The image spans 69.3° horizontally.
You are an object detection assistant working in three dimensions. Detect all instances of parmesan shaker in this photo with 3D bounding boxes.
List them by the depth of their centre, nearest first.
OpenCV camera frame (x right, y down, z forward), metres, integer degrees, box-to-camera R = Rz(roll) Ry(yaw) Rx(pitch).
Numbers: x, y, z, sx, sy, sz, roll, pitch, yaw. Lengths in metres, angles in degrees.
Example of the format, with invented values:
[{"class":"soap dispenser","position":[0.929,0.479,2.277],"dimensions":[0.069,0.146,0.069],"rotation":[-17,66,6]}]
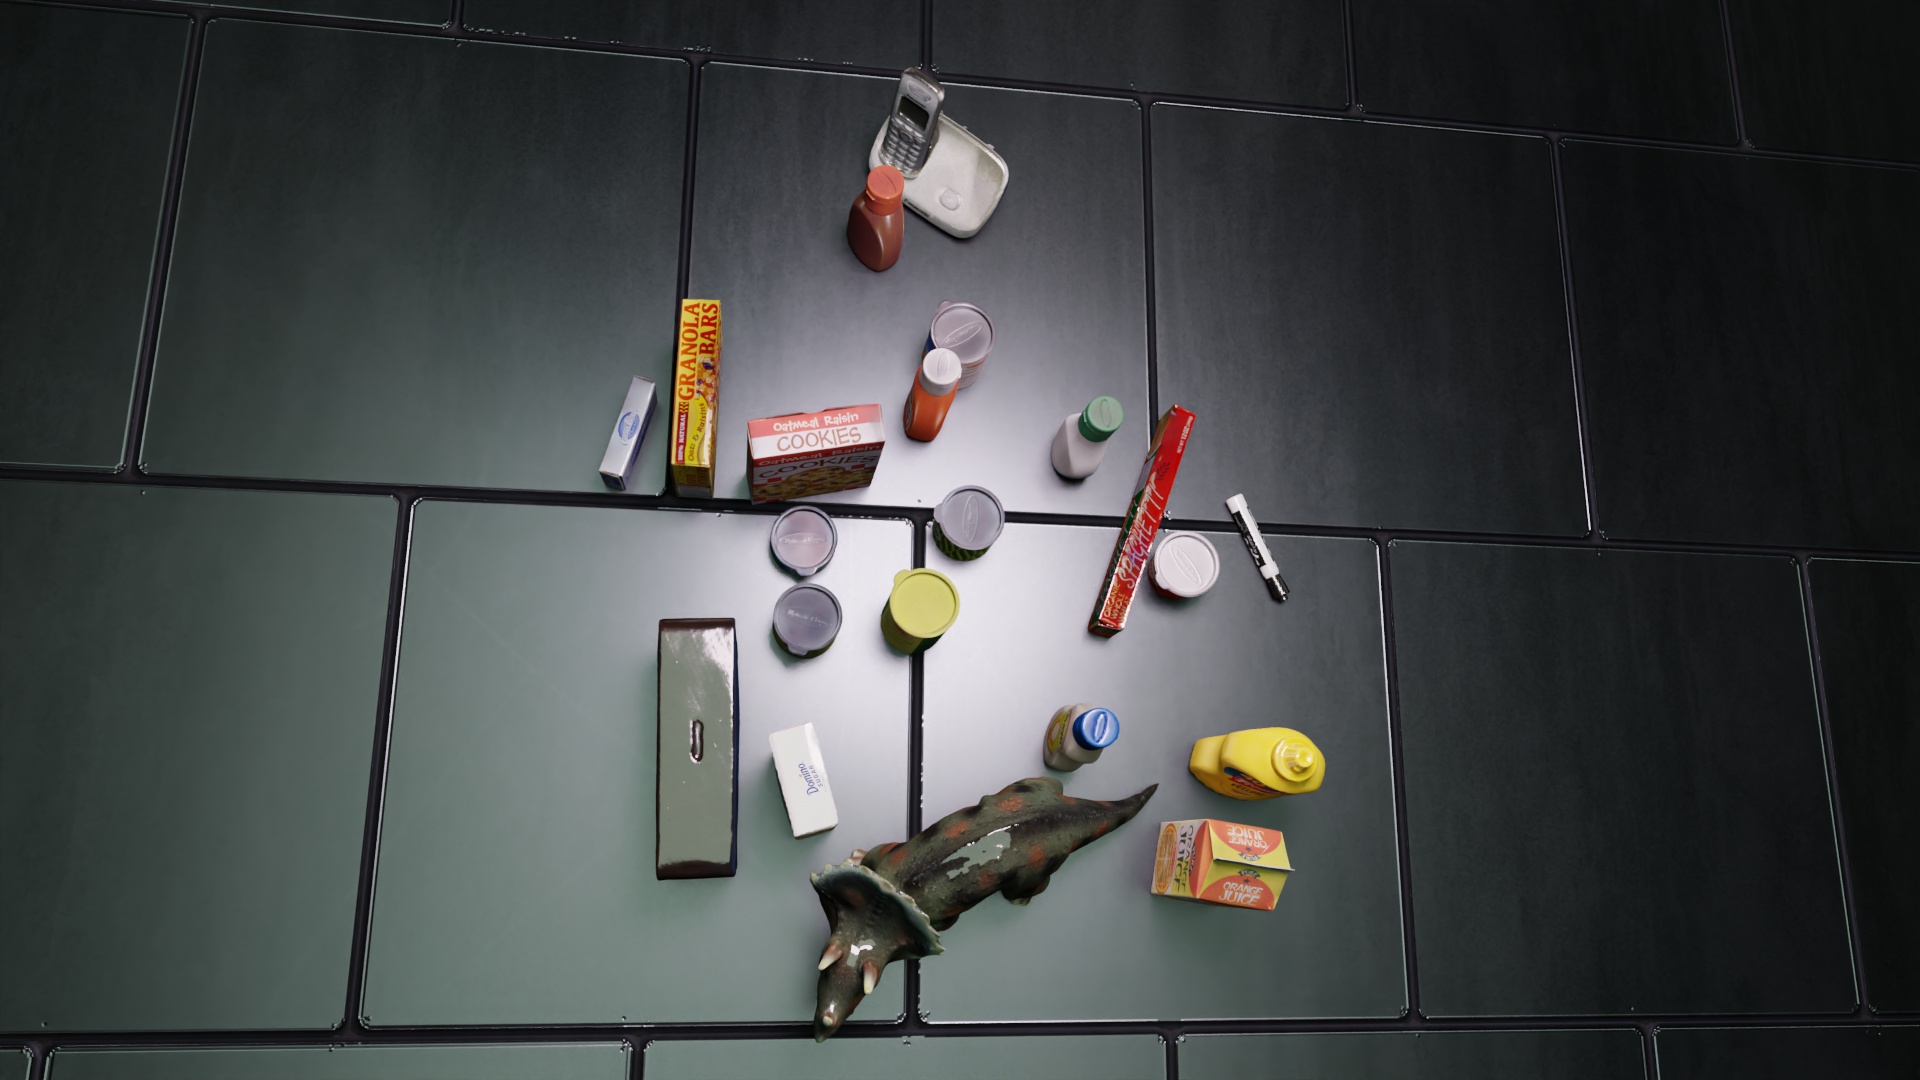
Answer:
[{"class":"parmesan shaker","position":[-0.042,0.067,1.345],"dimensions":[0.071,0.103,0.071],"rotation":[2,77,-8]}]

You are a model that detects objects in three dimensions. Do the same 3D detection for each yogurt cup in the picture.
[{"class":"yogurt cup","position":[0.225,0.029,1.422],"dimensions":[0.072,0.053,0.072],"rotation":[2,76,-8]}]

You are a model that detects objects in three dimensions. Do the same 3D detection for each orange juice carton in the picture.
[{"class":"orange juice carton","position":[0.241,0.300,1.287],"dimensions":[0.072,0.192,0.073],"rotation":[12,76,-6]}]

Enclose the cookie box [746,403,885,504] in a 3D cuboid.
[{"class":"cookie box","position":[-0.142,-0.082,1.332],"dimensions":[0.123,0.167,0.040],"rotation":[-9,79,-11]}]

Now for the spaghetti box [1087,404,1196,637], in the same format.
[{"class":"spaghetti box","position":[0.186,-0.019,1.429],"dimensions":[0.029,0.050,0.251],"rotation":[22,74,-3]}]

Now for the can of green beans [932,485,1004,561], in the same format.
[{"class":"can of green beans","position":[0.007,-0.017,1.396],"dimensions":[0.071,0.057,0.071],"rotation":[2,76,-8]}]

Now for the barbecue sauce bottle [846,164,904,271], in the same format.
[{"class":"barbecue sauce bottle","position":[-0.083,-0.330,1.411],"dimensions":[0.044,0.148,0.065],"rotation":[-36,85,-15]}]

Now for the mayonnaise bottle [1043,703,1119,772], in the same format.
[{"class":"mayonnaise bottle","position":[0.115,0.183,1.318],"dimensions":[0.041,0.147,0.065],"rotation":[17,75,-5]}]

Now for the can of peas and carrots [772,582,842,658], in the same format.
[{"class":"can of peas and carrots","position":[-0.150,0.081,1.347],"dimensions":[0.071,0.058,0.071],"rotation":[2,76,-8]}]

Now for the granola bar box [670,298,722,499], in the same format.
[{"class":"granola bar box","position":[-0.256,-0.135,1.349],"dimensions":[0.039,0.124,0.166],"rotation":[3,76,-8]}]

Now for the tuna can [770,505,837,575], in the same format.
[{"class":"tuna can","position":[-0.156,0.003,1.379],"dimensions":[0.071,0.032,0.071],"rotation":[2,76,-8]}]

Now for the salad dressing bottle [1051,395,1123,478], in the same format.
[{"class":"salad dressing bottle","position":[0.127,-0.104,1.390],"dimensions":[0.044,0.147,0.064],"rotation":[-3,78,-10]}]

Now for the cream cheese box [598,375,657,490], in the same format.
[{"class":"cream cheese box","position":[-0.326,-0.105,1.367],"dimensions":[0.024,0.053,0.104],"rotation":[17,75,-5]}]

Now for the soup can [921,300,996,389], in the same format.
[{"class":"soup can","position":[-0.004,-0.201,1.426],"dimensions":[0.071,0.083,0.071],"rotation":[2,77,-8]}]

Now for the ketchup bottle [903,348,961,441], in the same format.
[{"class":"ketchup bottle","position":[-0.027,-0.148,1.376],"dimensions":[0.043,0.148,0.065],"rotation":[10,76,-6]}]
